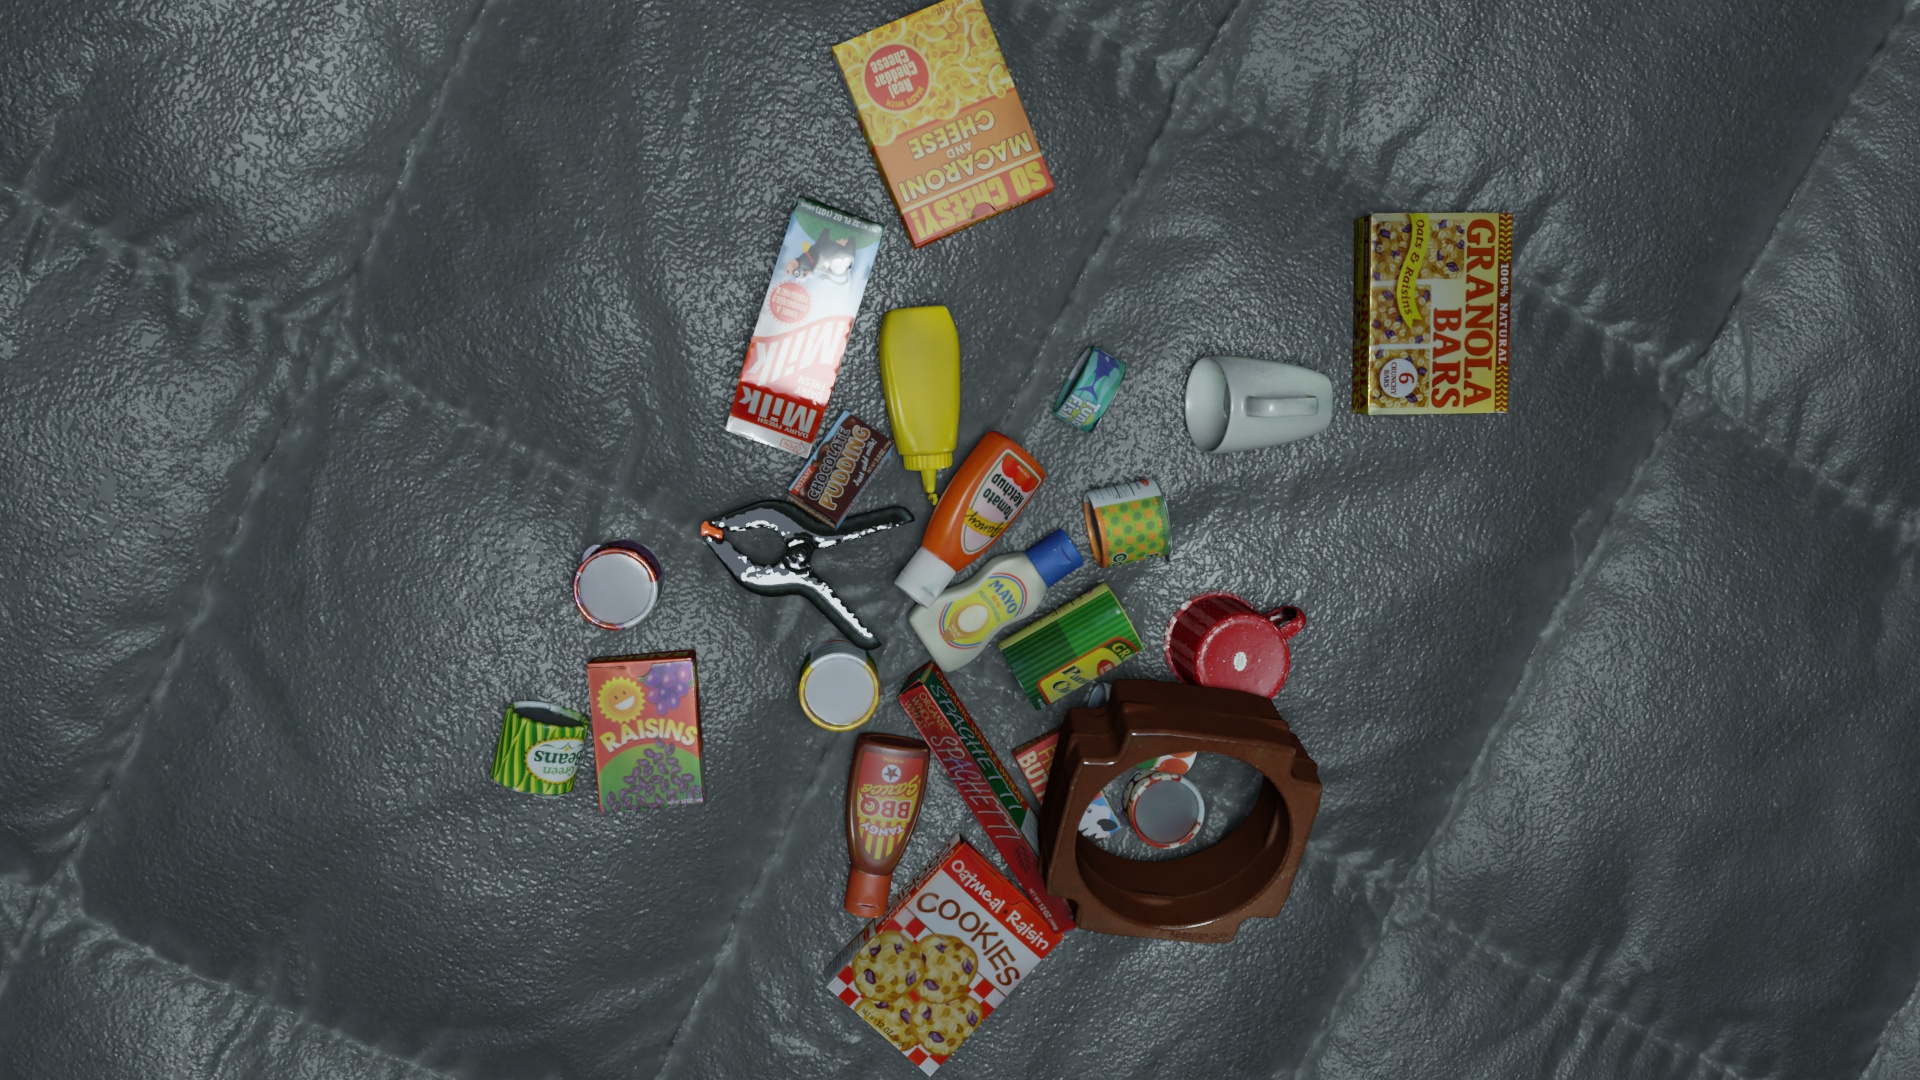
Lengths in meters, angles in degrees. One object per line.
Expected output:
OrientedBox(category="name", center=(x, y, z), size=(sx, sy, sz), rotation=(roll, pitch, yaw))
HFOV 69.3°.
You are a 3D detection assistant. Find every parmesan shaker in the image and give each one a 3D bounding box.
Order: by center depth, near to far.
OrientedBox(category="parmesan shaker", center=(0.092, 0.089, 1.151), size=(0.103, 0.071, 0.071), rotation=(-30, 99, 1))

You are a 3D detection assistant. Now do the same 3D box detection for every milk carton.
OrientedBox(category="milk carton", center=(-0.123, -0.165, 1.094), size=(0.072, 0.073, 0.190), rotation=(19, 94, -8))

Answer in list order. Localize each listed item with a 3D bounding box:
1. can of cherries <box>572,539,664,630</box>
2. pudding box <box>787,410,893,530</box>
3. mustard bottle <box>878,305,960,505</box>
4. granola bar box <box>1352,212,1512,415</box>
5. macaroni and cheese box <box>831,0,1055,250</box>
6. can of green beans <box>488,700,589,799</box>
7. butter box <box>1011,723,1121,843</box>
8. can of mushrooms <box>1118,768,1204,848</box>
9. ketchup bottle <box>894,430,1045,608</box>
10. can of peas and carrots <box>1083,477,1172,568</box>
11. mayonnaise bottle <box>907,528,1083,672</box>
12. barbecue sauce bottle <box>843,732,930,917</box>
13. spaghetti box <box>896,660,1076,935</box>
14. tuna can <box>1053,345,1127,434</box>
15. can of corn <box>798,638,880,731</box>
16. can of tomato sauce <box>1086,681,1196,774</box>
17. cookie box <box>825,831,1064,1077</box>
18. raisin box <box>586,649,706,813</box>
OrientedBox(category="can of cherries", center=(-0.274, 0.034, 1.107), size=(0.071, 0.058, 0.071), rotation=(-1, 97, -7))
OrientedBox(category="pudding box", center=(-0.097, -0.057, 1.116), size=(0.049, 0.030, 0.084), rotation=(34, 73, 1))
OrientedBox(category="mustard bottle", center=(-0.031, -0.108, 1.123), size=(0.065, 0.049, 0.160), rotation=(-4, 98, -8))
OrientedBox(category="granola bar box", center=(0.395, -0.189, 1.166), size=(0.124, 0.039, 0.165), rotation=(-2, 96, -6))
OrientedBox(category="macaroni and cheese box", center=(-0.014, -0.332, 1.104), size=(0.124, 0.040, 0.166), rotation=(-24, 98, -2))
OrientedBox(category="can of green beans", center=(-0.336, 0.166, 1.111), size=(0.071, 0.071, 0.057), rotation=(15, 95, -8))
OrientedBox(category="butter box", center=(0.090, 0.212, 1.185), size=(0.053, 0.024, 0.103), rotation=(-29, 99, -3))
OrientedBox(category="can of mushrooms", center=(0.172, 0.230, 1.192), size=(0.071, 0.033, 0.071), rotation=(-1, 97, -7))
OrientedBox(category="ketchup bottle", center=(0.004, -0.014, 1.127), size=(0.149, 0.043, 0.064), rotation=(-53, 129, -6))
OrientedBox(category="can of peas and carrots", center=(0.137, -0.012, 1.144), size=(0.059, 0.071, 0.071), rotation=(-11, 98, -4))
OrientedBox(category="mayonnaise bottle", center=(0.032, 0.045, 1.151), size=(0.148, 0.041, 0.064), rotation=(-34, 98, -1))
OrientedBox(category="barbecue sauce bottle", center=(-0.068, 0.238, 1.161), size=(0.065, 0.044, 0.148), rotation=(9, 96, -8))
OrientedBox(category="spaghetti box", center=(0.028, 0.214, 1.161), size=(0.028, 0.050, 0.249), rotation=(-31, 98, 18))
OrientedBox(category="tuna can", center=(0.104, -0.121, 1.126), size=(0.033, 0.071, 0.071), rotation=(28, 93, -7))
OrientedBox(category="can of corn", center=(-0.099, 0.120, 1.136), size=(0.071, 0.058, 0.071), rotation=(-1, 97, -6))
OrientedBox(category="can of tomato sauce", center=(0.151, 0.159, 1.166), size=(0.083, 0.071, 0.071), rotation=(10, 96, -8))
OrientedBox(category="cookie box", center=(-0.013, 0.351, 1.181), size=(0.123, 0.040, 0.167), rotation=(44, 90, -9))
OrientedBox(category="raisin box", center=(-0.255, 0.155, 1.133), size=(0.086, 0.040, 0.123), rotation=(-4, 96, -5))
